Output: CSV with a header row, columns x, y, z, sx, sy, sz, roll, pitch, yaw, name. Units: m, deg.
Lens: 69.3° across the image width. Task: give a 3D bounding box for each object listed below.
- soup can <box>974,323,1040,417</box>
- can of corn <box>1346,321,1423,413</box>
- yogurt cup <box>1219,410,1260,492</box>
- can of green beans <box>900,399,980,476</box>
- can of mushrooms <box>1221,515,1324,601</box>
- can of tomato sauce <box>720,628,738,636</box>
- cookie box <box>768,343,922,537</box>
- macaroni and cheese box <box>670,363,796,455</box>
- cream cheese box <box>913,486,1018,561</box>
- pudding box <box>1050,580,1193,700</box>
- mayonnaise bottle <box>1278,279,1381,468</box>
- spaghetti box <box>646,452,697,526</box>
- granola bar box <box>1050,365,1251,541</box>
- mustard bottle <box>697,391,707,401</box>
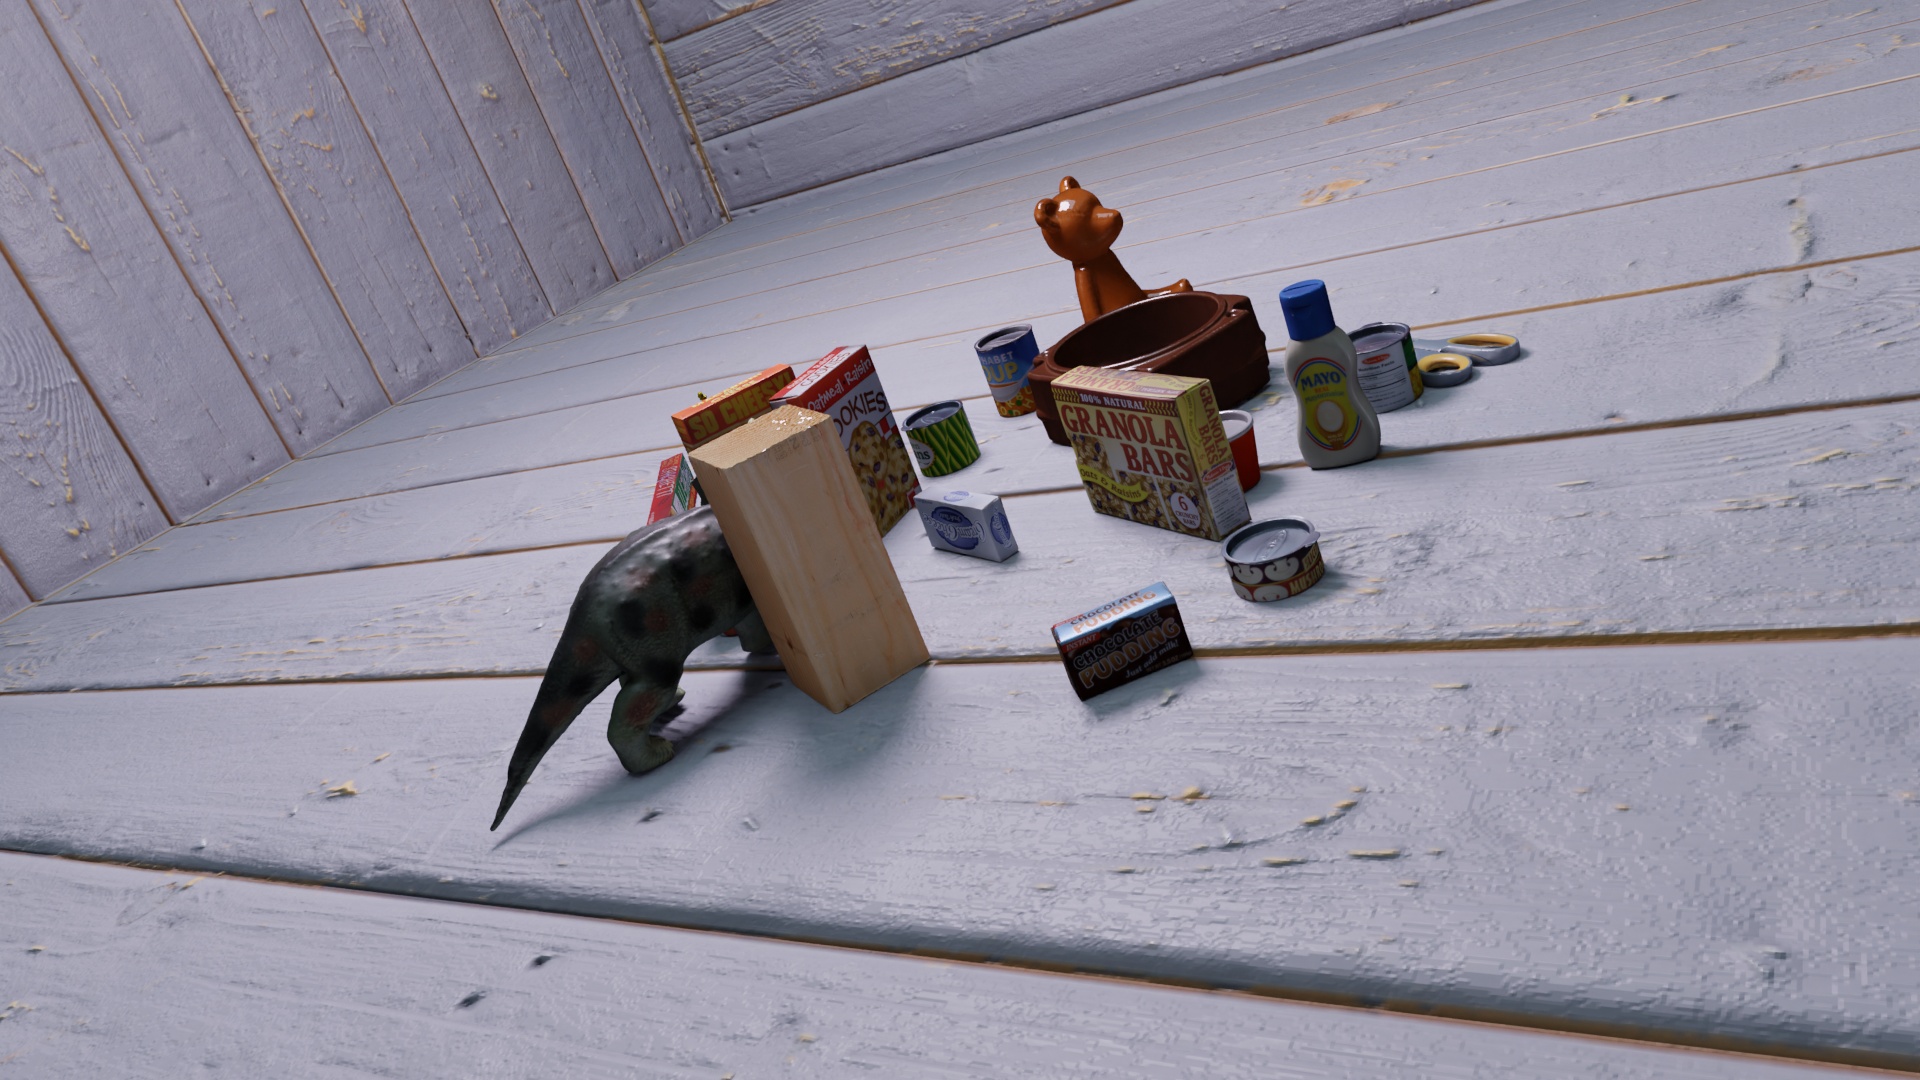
x,y,z,sx,sy,sz,roll,pitch,yaw,name
0.057,-0.184,1.514,0.071,0.083,0.071,-18,22,8,soup can
0.360,-0.149,1.198,0.071,0.058,0.071,-18,22,8,can of corn
0.214,-0.069,1.145,0.072,0.053,0.073,-18,22,8,yogurt cup
-0.019,-0.105,1.433,0.071,0.057,0.071,-18,22,8,can of green beans
0.221,0.013,0.974,0.071,0.033,0.071,-18,22,7,can of mushrooms
-0.203,0.035,1.235,0.071,0.082,0.071,-18,22,8,can of tomato sauce
-0.106,-0.086,1.318,0.040,0.167,0.123,-6,26,33,cookie box
-0.194,-0.073,1.368,0.124,0.166,0.040,-30,23,-21,macaroni and cheese box
0.004,-0.015,1.206,0.024,0.053,0.104,-33,25,-28,cream cheese box
0.108,0.066,0.928,0.084,0.049,0.030,-22,21,-2,pudding box
0.287,-0.131,1.100,0.064,0.147,0.041,-10,24,26,mayonnaise bottle
-0.321,-0.038,1.554,0.029,0.050,0.251,-21,22,0,spaghetti box
0.149,-0.073,1.118,0.039,0.123,0.165,-31,24,-23,granola bar box
-0.236,-0.084,1.439,0.065,0.159,0.049,-27,22,-15,mustard bottle
